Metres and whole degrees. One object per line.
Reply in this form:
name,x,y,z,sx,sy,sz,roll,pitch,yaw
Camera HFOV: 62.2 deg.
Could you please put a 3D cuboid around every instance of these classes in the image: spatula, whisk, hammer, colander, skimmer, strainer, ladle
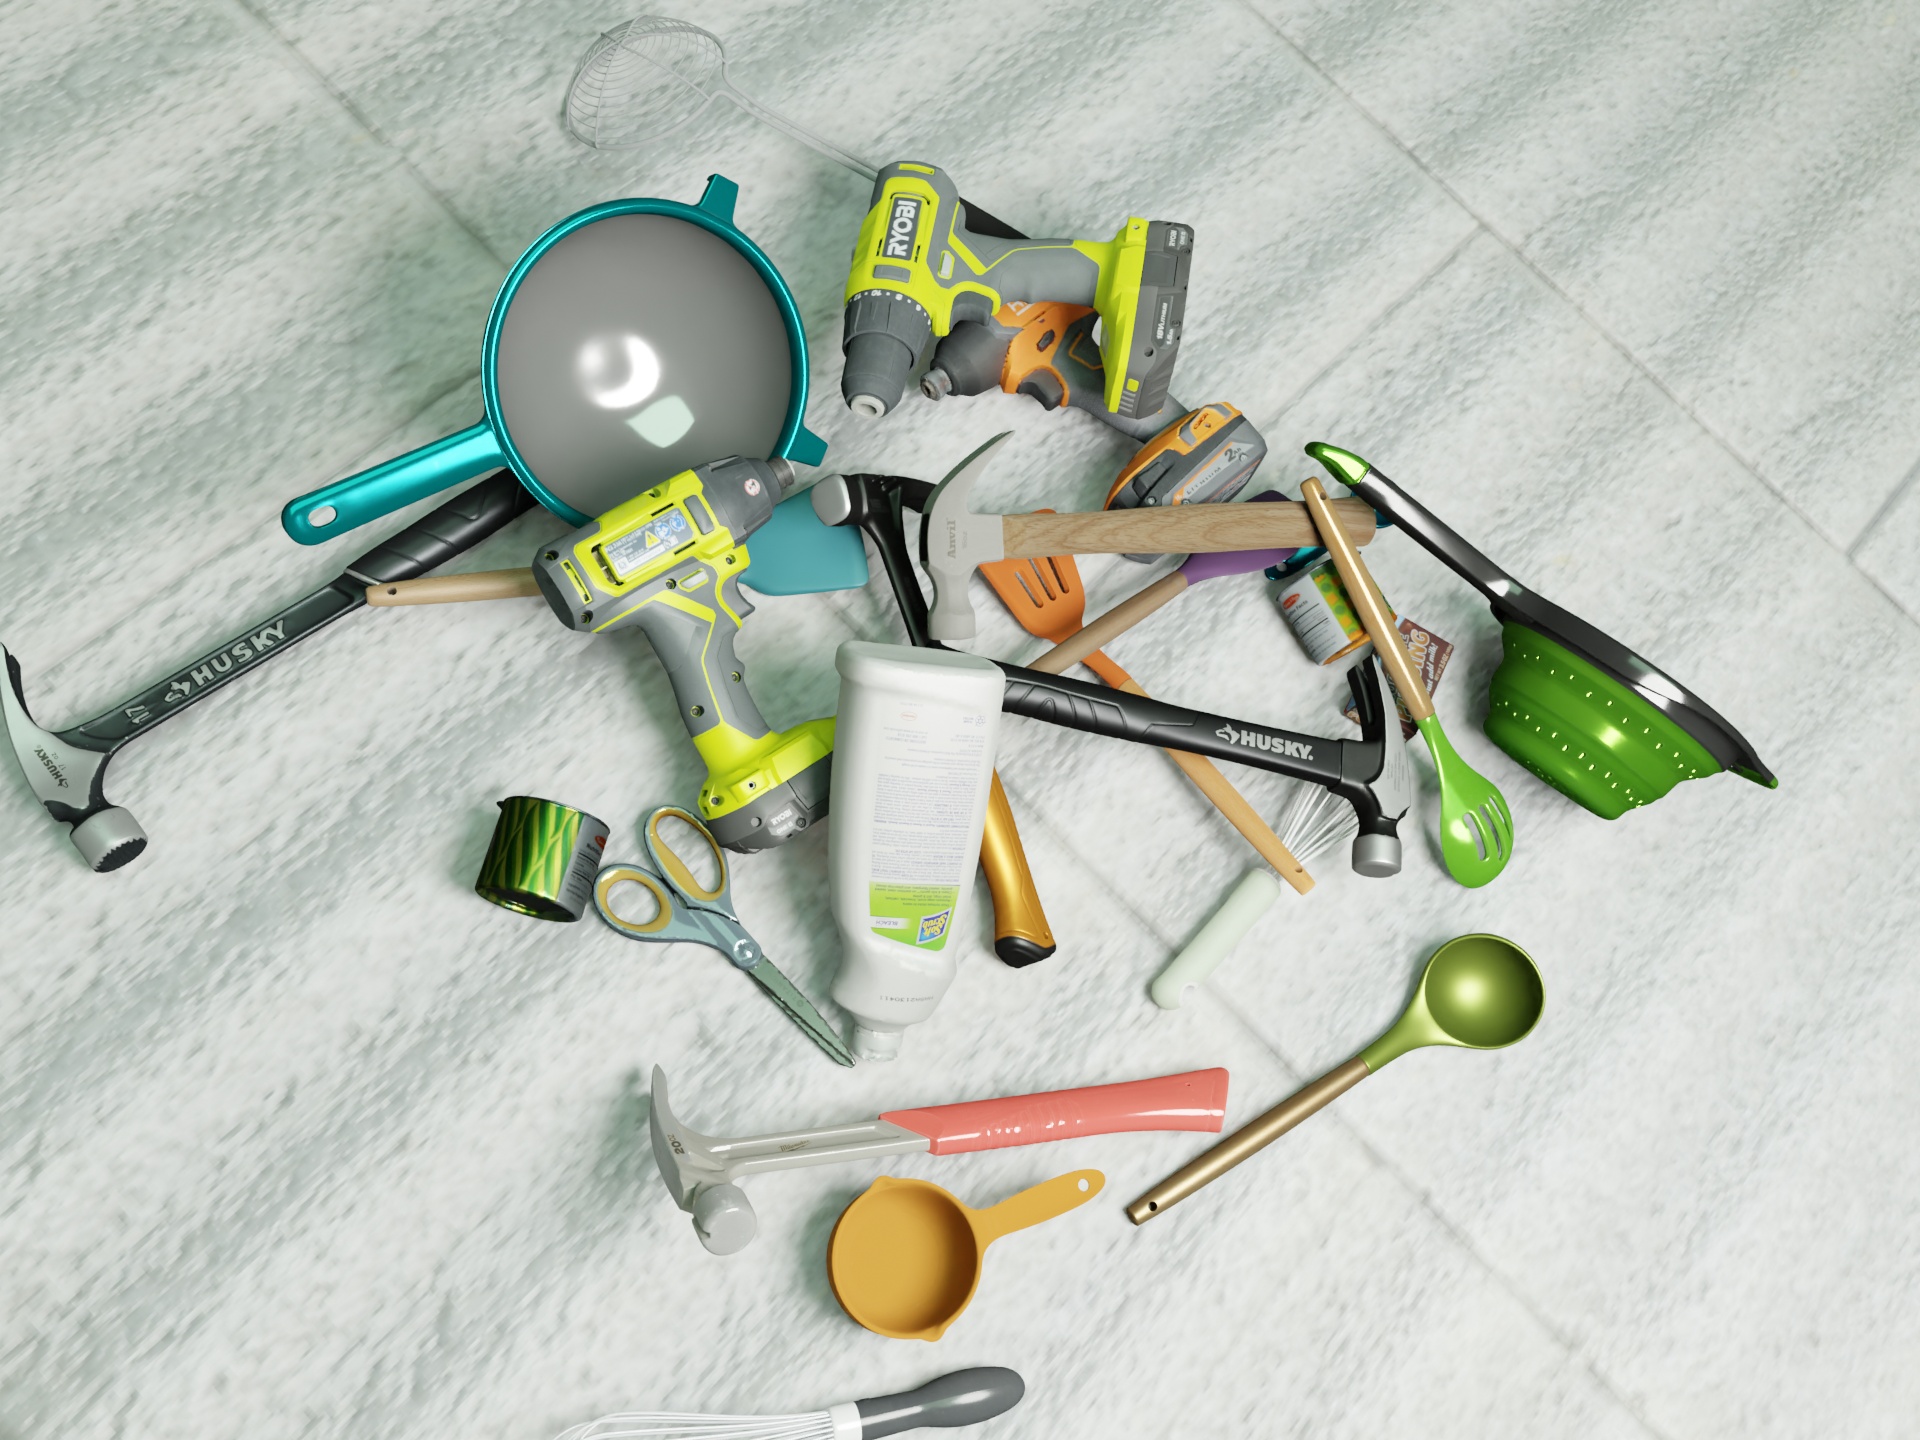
spatula,0.136,-0.084,1.096,0.316,0.018,0.060,-32,60,-30
spatula,-0.218,-0.102,1.031,0.317,0.044,0.082,-9,76,-25
whisk,0.210,0.102,1.072,0.059,0.057,0.246,30,65,37
spatula,0.129,-0.011,1.077,0.081,0.041,0.323,-30,69,-30
hammer,-0.002,-0.003,1.045,0.127,0.034,0.337,-7,76,-55
hammer,-0.001,0.238,0.952,0.359,0.149,0.036,-1,110,-24
colander,0.370,-0.043,1.089,0.397,0.205,0.094,35,98,-12
skimmer,-0.113,-0.413,1.190,0.363,0.090,0.127,24,64,-15
whisk,-0.096,0.399,0.885,0.284,0.070,0.070,-5,72,-19
strainer,-0.262,-0.194,0.995,0.340,0.095,0.210,-29,118,-20
hammer,0.131,-0.129,1.057,0.331,0.031,0.130,-5,98,-20
hammer,-0.394,-0.080,1.001,0.409,0.036,0.149,-37,81,-23
ladle,0.243,0.234,1.022,0.320,0.062,0.078,-27,80,-18
hammer,0.136,-0.001,1.026,0.334,0.035,0.146,13,67,-13

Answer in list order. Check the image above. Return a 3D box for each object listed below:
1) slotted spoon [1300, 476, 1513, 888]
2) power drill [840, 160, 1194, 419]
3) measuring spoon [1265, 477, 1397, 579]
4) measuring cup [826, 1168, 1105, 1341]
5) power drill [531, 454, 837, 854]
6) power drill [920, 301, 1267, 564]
slotted spoon,0.306,-0.025,1.090,0.070,0.031,0.313,-32,99,-27
power drill,0.033,-0.277,1.077,0.228,0.080,0.191,9,67,2
measuring spoon,0.276,-0.139,1.190,0.128,0.021,0.042,-33,81,-12
measuring cup,0.003,0.303,0.944,0.173,0.052,0.095,-16,75,-20
power drill,-0.135,-0.046,0.987,0.171,0.080,0.223,-33,99,-22
power drill,0.089,-0.223,1.142,0.164,0.084,0.226,-39,79,-20
